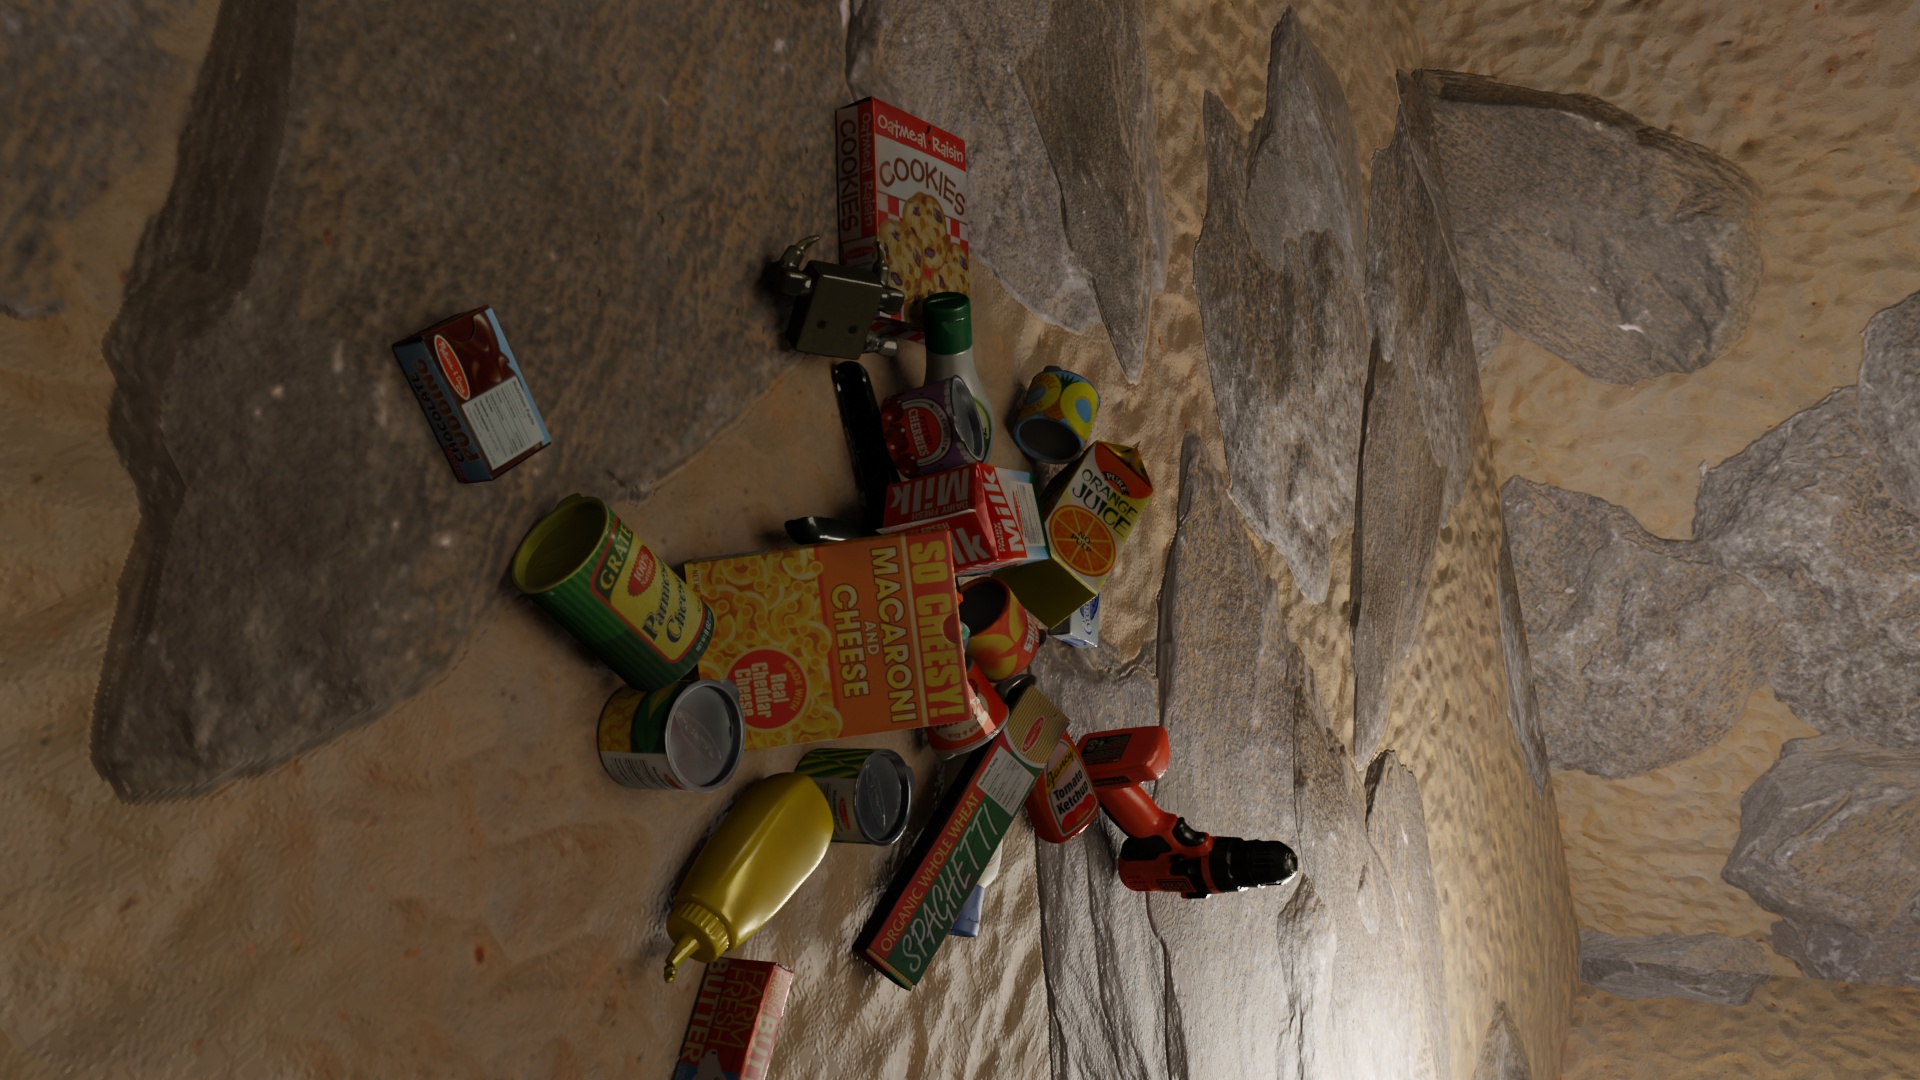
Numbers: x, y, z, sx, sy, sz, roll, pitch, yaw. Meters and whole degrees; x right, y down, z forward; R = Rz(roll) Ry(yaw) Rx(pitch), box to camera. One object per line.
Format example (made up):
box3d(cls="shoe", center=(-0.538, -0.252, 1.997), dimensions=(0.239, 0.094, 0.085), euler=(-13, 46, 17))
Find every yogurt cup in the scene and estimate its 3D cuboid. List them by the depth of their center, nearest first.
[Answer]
box3d(cls="yogurt cup", center=(-0.003, 0.126, 1.078), dimensions=(0.073, 0.072, 0.053), euler=(-47, 116, -49))

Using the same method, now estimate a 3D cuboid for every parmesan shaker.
box3d(cls="parmesan shaker", center=(-0.196, 0.030, 0.795), dimensions=(0.102, 0.071, 0.071), euler=(52, 46, -40))

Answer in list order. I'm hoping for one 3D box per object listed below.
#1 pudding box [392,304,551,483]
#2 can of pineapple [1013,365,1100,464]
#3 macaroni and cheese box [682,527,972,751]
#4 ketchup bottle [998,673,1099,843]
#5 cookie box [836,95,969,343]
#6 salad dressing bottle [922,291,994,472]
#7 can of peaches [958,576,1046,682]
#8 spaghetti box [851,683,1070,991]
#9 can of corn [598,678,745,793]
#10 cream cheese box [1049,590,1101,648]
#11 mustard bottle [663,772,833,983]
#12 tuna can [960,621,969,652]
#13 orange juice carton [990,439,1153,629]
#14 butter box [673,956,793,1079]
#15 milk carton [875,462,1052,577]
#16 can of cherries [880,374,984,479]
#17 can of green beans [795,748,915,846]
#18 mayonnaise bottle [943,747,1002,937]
box3d(cls="pudding box", center=(-0.259, -0.078, 0.744), dimensions=(0.050, 0.030, 0.083), euler=(-45, 123, -48))
box3d(cls="can of pineapple", center=(0.084, -0.111, 1.237), dimensions=(0.070, 0.071, 0.058), euler=(53, 45, -39))
box3d(cls="macaroni and cheese box", center=(-0.082, 0.063, 0.880), dimensions=(0.040, 0.166, 0.123), euler=(-127, -150, -85))
box3d(cls="ketchup bottle", center=(0.072, 0.186, 1.199), dimensions=(0.065, 0.043, 0.148), euler=(-36, 116, -33))
box3d(cls="cookie box", center=(-0.042, -0.245, 1.085), dimensions=(0.123, 0.040, 0.167), euler=(3, 84, -56))
box3d(cls="salad dressing bottle", center=(-0.007, -0.118, 1.079), dimensions=(0.044, 0.064, 0.147), euler=(-118, -160, -56))
box3d(cls="can of peaches", center=(0.025, 0.071, 1.120), dimensions=(0.058, 0.071, 0.071), euler=(54, 44, -37))
box3d(cls="spaghetti box", center=(0.004, 0.219, 1.054), dimensions=(0.050, 0.028, 0.251), euler=(44, 58, -15))
box3d(cls="can of corn", center=(-0.171, 0.114, 0.828), dimensions=(0.071, 0.058, 0.071), euler=(10, 77, -56))
box3d(cls="cream cheese box", center=(0.109, 0.044, 1.292), dimensions=(0.053, 0.024, 0.104), euler=(27, 64, -51))
box3d(cls="mustard bottle", center=(-0.140, 0.214, 0.871), dimensions=(0.161, 0.049, 0.065), euler=(-48, 125, -47))
box3d(cls="tuna can", center=(-0.029, 0.078, 1.044), dimensions=(0.071, 0.071, 0.033), euler=(41, 54, -47))
box3d(cls="orange juice carton", center=(0.108, -0.019, 1.232), dimensions=(0.073, 0.071, 0.194), euler=(41, 46, -7))
box3d(cls="butter box", center=(-0.142, 0.309, 0.852), dimensions=(0.024, 0.053, 0.104), euler=(47, 49, -46))
box3d(cls="milk carton", center=(0.004, -0.013, 1.028), dimensions=(0.191, 0.072, 0.073), euler=(1, 76, -72))
box3d(cls="can of cherries", center=(-0.021, -0.083, 1.031), dimensions=(0.071, 0.058, 0.071), euler=(-16, 91, -74))
box3d(cls="can of green beans", center=(-0.075, 0.177, 0.965), dimensions=(0.071, 0.058, 0.071), euler=(11, 77, -56))
box3d(cls="mayonnaise bottle", center=(0.008, 0.235, 1.098), dimensions=(0.064, 0.041, 0.148), euler=(32, 59, -42))
